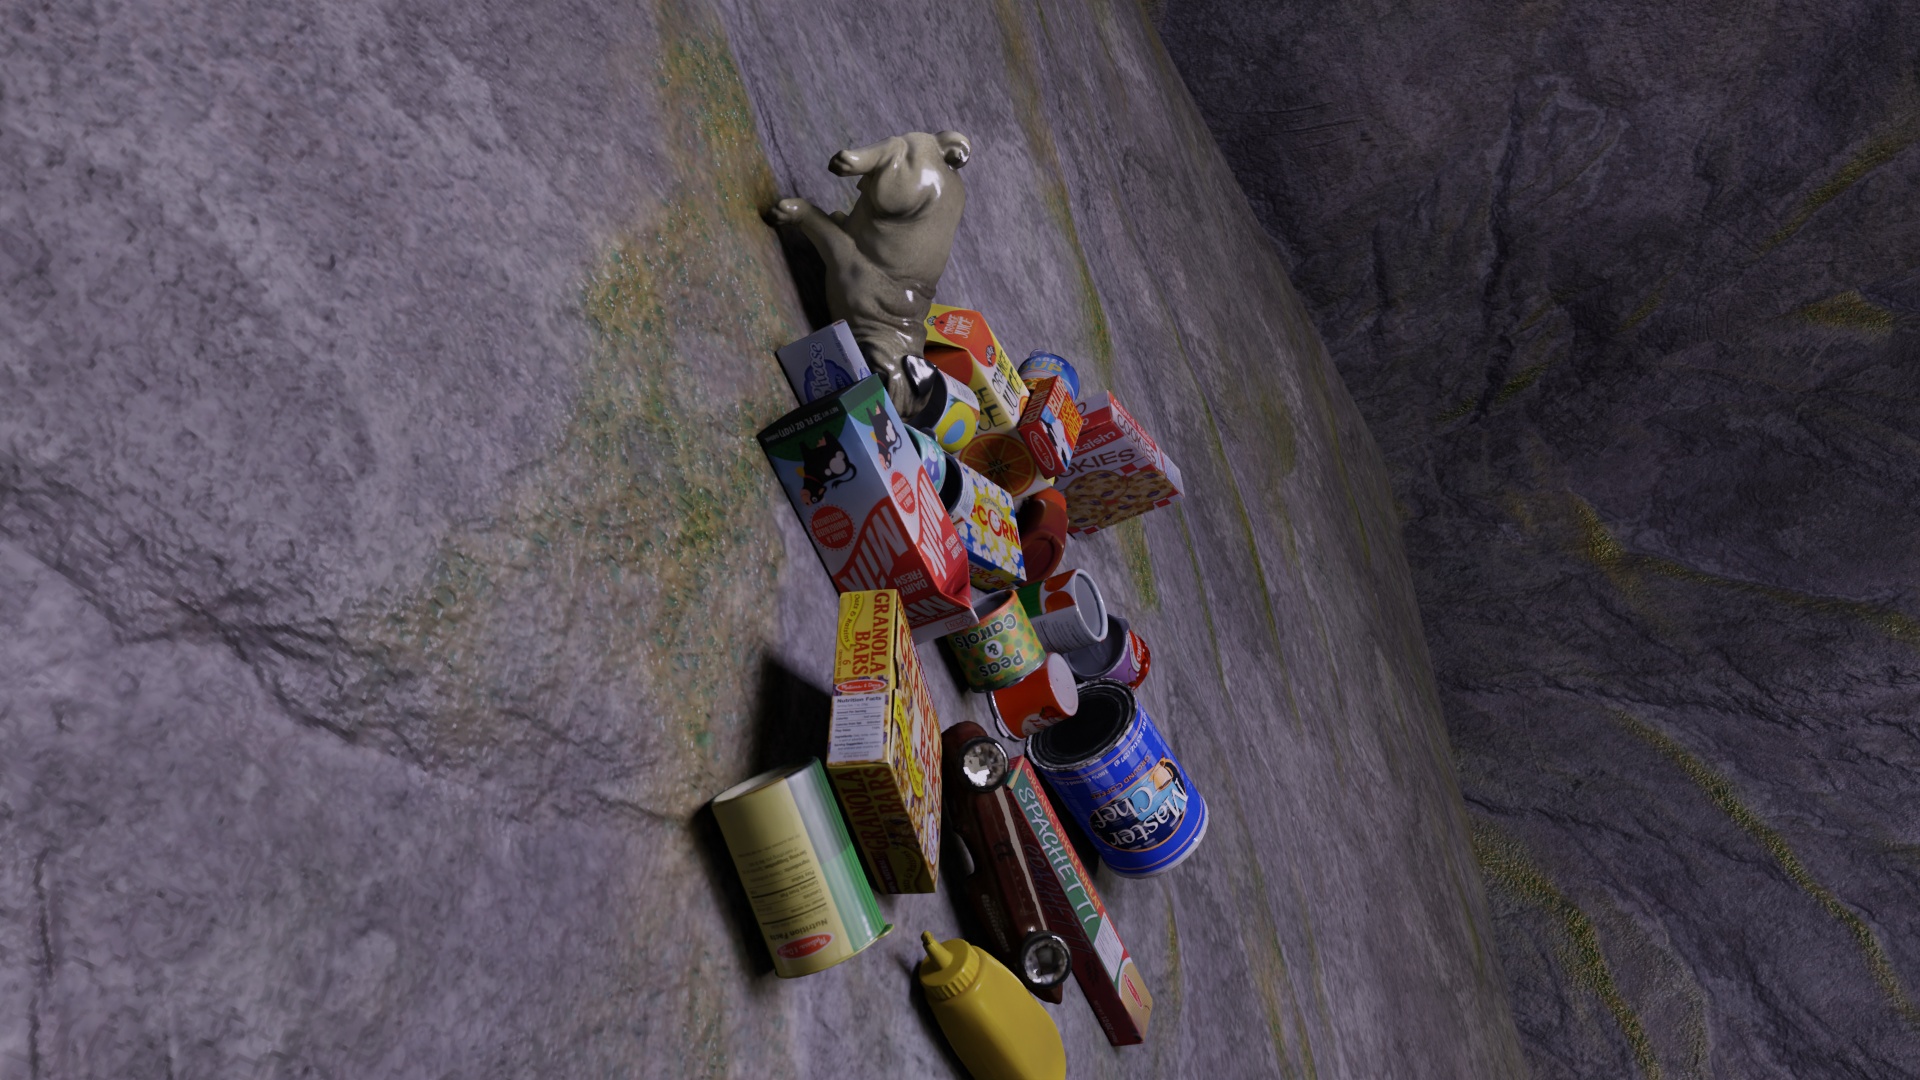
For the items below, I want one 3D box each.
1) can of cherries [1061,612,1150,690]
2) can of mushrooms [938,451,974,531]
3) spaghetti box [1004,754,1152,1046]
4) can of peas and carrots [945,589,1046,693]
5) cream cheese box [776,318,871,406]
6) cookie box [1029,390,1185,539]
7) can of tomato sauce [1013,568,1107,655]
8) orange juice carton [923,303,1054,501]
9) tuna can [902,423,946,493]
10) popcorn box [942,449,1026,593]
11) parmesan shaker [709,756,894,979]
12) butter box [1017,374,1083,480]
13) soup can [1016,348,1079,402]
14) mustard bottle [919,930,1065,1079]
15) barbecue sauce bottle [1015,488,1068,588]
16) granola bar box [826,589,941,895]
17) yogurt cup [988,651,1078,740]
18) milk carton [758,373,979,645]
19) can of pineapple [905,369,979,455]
[{"bbox_3d":[0.139,0.106,1.296,0.058,0.071,0.072,39,38,-49],"label":"can of cherries"},{"bbox_3d":[-0.026,-0.035,1.073,0.033,0.071,0.071,44,33,-63],"label":"can of mushrooms"},{"bbox_3d":[0.087,0.286,1.097,0.249,0.028,0.050,63,25,-14],"label":"spaghetti box"},{"bbox_3d":[0.026,0.079,1.088,0.058,0.071,0.071,64,25,-10],"label":"can of peas and carrots"},{"bbox_3d":[-0.087,-0.104,1.015,0.103,0.053,0.024,64,27,-11],"label":"cream cheese box"},{"bbox_3d":[0.127,-0.069,1.347,0.167,0.122,0.040,39,37,-49],"label":"cookie box"},{"bbox_3d":[0.074,0.065,1.180,0.071,0.083,0.071,45,34,-43],"label":"can of tomato sauce"},{"bbox_3d":[0.009,-0.126,1.209,0.192,0.073,0.072,56,27,-26],"label":"orange juice carton"},{"bbox_3d":[-0.046,-0.056,1.044,0.033,0.071,0.071,25,49,-57],"label":"tuna can"},{"bbox_3d":[0.004,-0.014,1.152,0.126,0.038,0.085,30,45,-55],"label":"popcorn box"},{"bbox_3d":[-0.088,0.178,0.769,0.071,0.071,0.103,-23,92,-66],"label":"parmesan shaker"},{"bbox_3d":[0.080,-0.100,1.212,0.053,0.024,0.104,59,26,-21],"label":"butter box"},{"bbox_3d":[0.078,-0.141,1.371,0.071,0.071,0.084,60,26,-20],"label":"soup can"},{"bbox_3d":[0.014,0.306,0.906,0.159,0.048,0.066,57,27,-23],"label":"mustard bottle"},{"bbox_3d":[0.073,-0.009,1.268,0.043,0.064,0.149,35,21,-5],"label":"barbecue sauce bottle"},{"bbox_3d":[-0.043,0.129,0.868,0.164,0.039,0.125,77,11,-49],"label":"granola bar box"},{"bbox_3d":[0.061,0.125,1.141,0.072,0.054,0.073,47,32,-41],"label":"yogurt cup"},{"bbox_3d":[-0.057,-0.013,0.982,0.190,0.072,0.074,64,24,-12],"label":"milk carton"},{"bbox_3d":[-0.027,-0.105,1.130,0.058,0.071,0.071,22,51,-59],"label":"can of pineapple"}]
